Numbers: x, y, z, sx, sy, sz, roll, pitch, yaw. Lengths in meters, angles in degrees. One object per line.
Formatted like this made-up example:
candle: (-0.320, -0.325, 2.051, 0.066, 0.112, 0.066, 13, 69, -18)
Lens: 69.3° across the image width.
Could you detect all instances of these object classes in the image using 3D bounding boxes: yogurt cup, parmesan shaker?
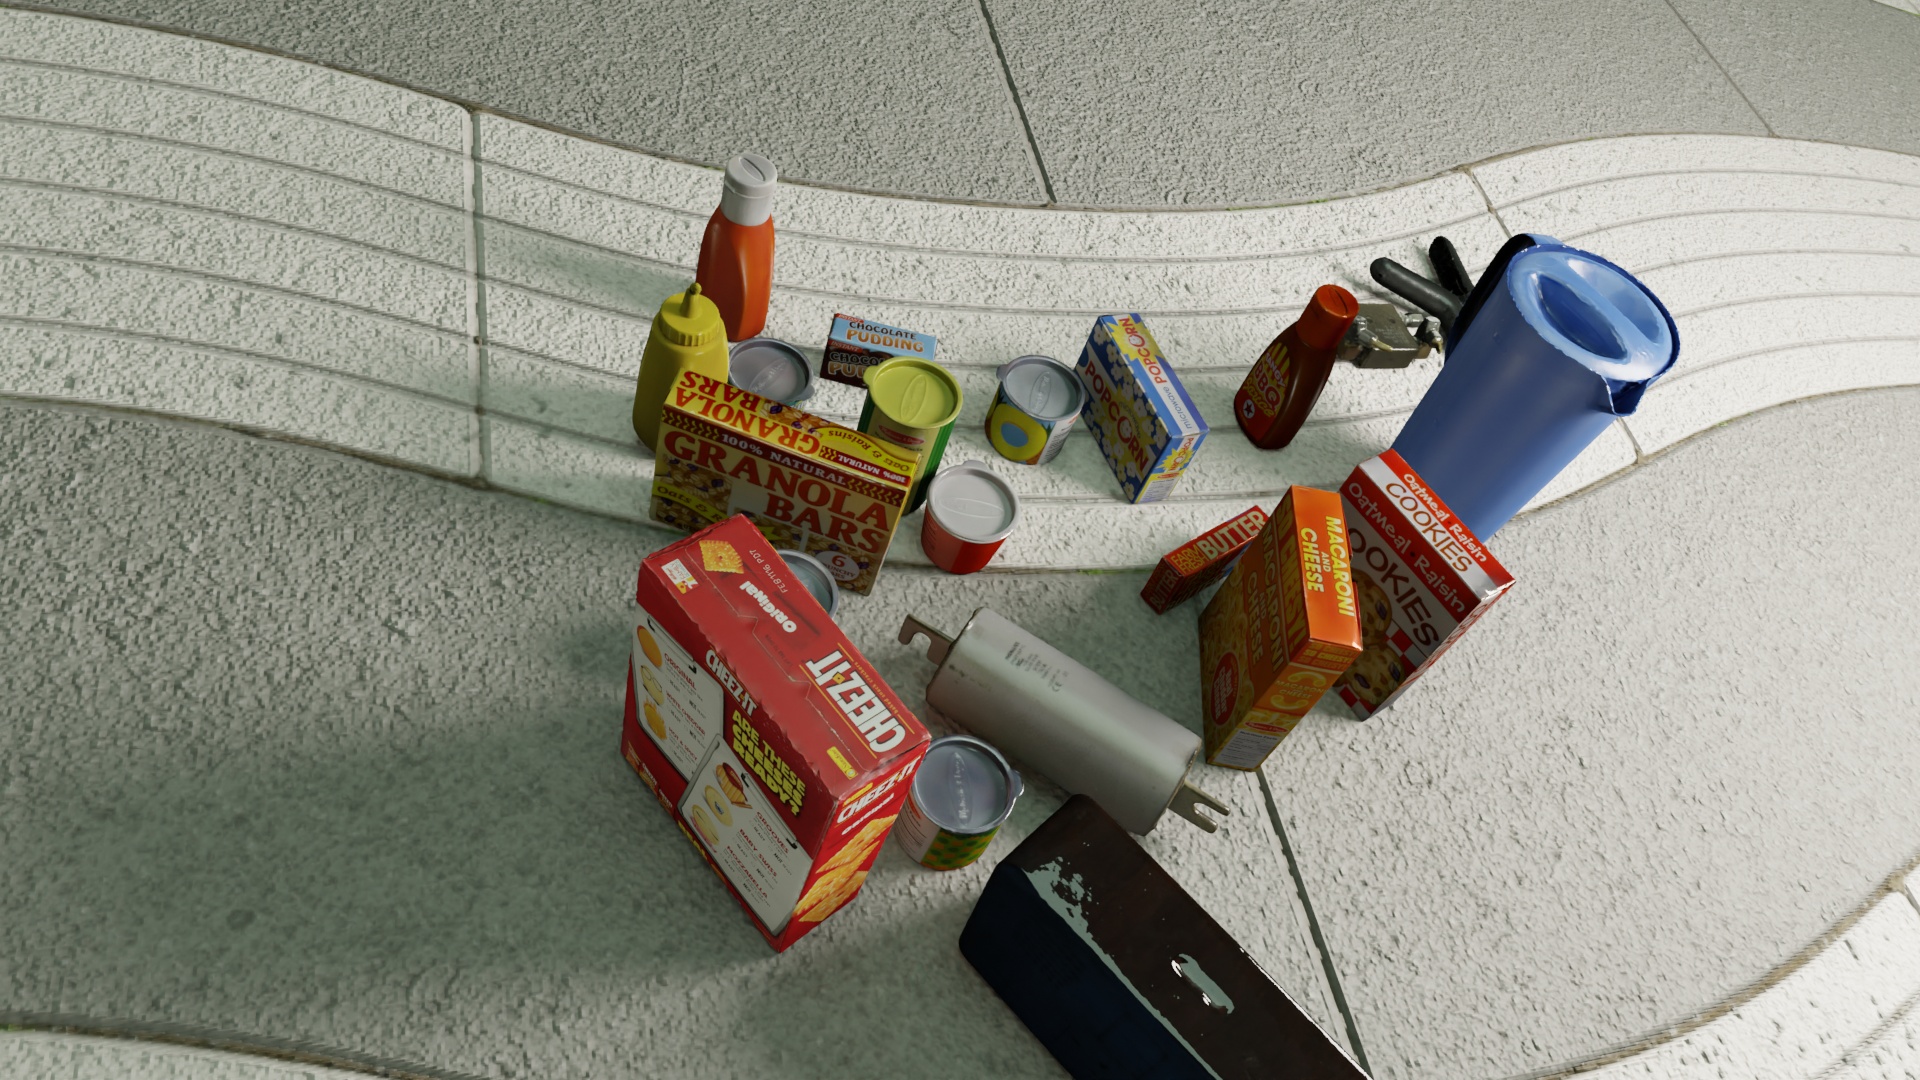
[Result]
yogurt cup: (0.004, -0.012, 0.995, 0.072, 0.053, 0.073, 9, 53, -11)
parmesan shaker: (-0.045, -0.075, 0.995, 0.071, 0.102, 0.071, 9, 53, -11)

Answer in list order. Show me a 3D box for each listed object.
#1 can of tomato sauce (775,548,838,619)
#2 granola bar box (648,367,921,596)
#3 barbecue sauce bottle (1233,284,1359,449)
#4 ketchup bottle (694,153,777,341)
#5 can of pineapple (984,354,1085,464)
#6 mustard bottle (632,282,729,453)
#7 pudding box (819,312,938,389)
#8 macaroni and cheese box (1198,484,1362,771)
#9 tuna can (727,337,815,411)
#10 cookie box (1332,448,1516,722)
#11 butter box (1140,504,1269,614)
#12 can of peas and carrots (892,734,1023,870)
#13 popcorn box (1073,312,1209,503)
can of tomato sauce: (-0.119, 0.055, 0.888, 0.071, 0.082, 0.071, 9, 53, -11)
granola bar box: (-0.121, -0.035, 0.929, 0.165, 0.123, 0.039, 20, 51, -2)
barbecue sauce bottle: (0.270, -0.141, 1.113, 0.044, 0.147, 0.065, -6, 57, -21)
ketchup bottle: (-0.165, -0.219, 1.035, 0.044, 0.148, 0.065, -31, 68, -33)
can of pineapple: (0.055, -0.102, 1.075, 0.071, 0.057, 0.071, 9, 53, -11)
mustard bottle: (-0.188, -0.123, 0.949, 0.049, 0.159, 0.065, 34, 52, 8)
pudding box: (-0.063, -0.142, 1.073, 0.084, 0.049, 0.030, 14, 52, -7)
macaroni and cheese box: (0.210, 0.061, 0.933, 0.040, 0.165, 0.124, 11, 52, -9)
tuna can: (-0.143, -0.116, 1.040, 0.071, 0.032, 0.071, 9, 53, -11)
cookie box: (0.294, 0.034, 0.979, 0.040, 0.166, 0.123, -23, 64, -30)
butter box: (0.184, 0.014, 1.032, 0.104, 0.052, 0.024, -26, 66, -31)
can of peas and carrots: (-0.003, 0.163, 0.860, 0.071, 0.058, 0.071, 9, 53, -11)
popcorn box: (0.136, -0.103, 1.084, 0.038, 0.084, 0.127, -11, 59, -24)
